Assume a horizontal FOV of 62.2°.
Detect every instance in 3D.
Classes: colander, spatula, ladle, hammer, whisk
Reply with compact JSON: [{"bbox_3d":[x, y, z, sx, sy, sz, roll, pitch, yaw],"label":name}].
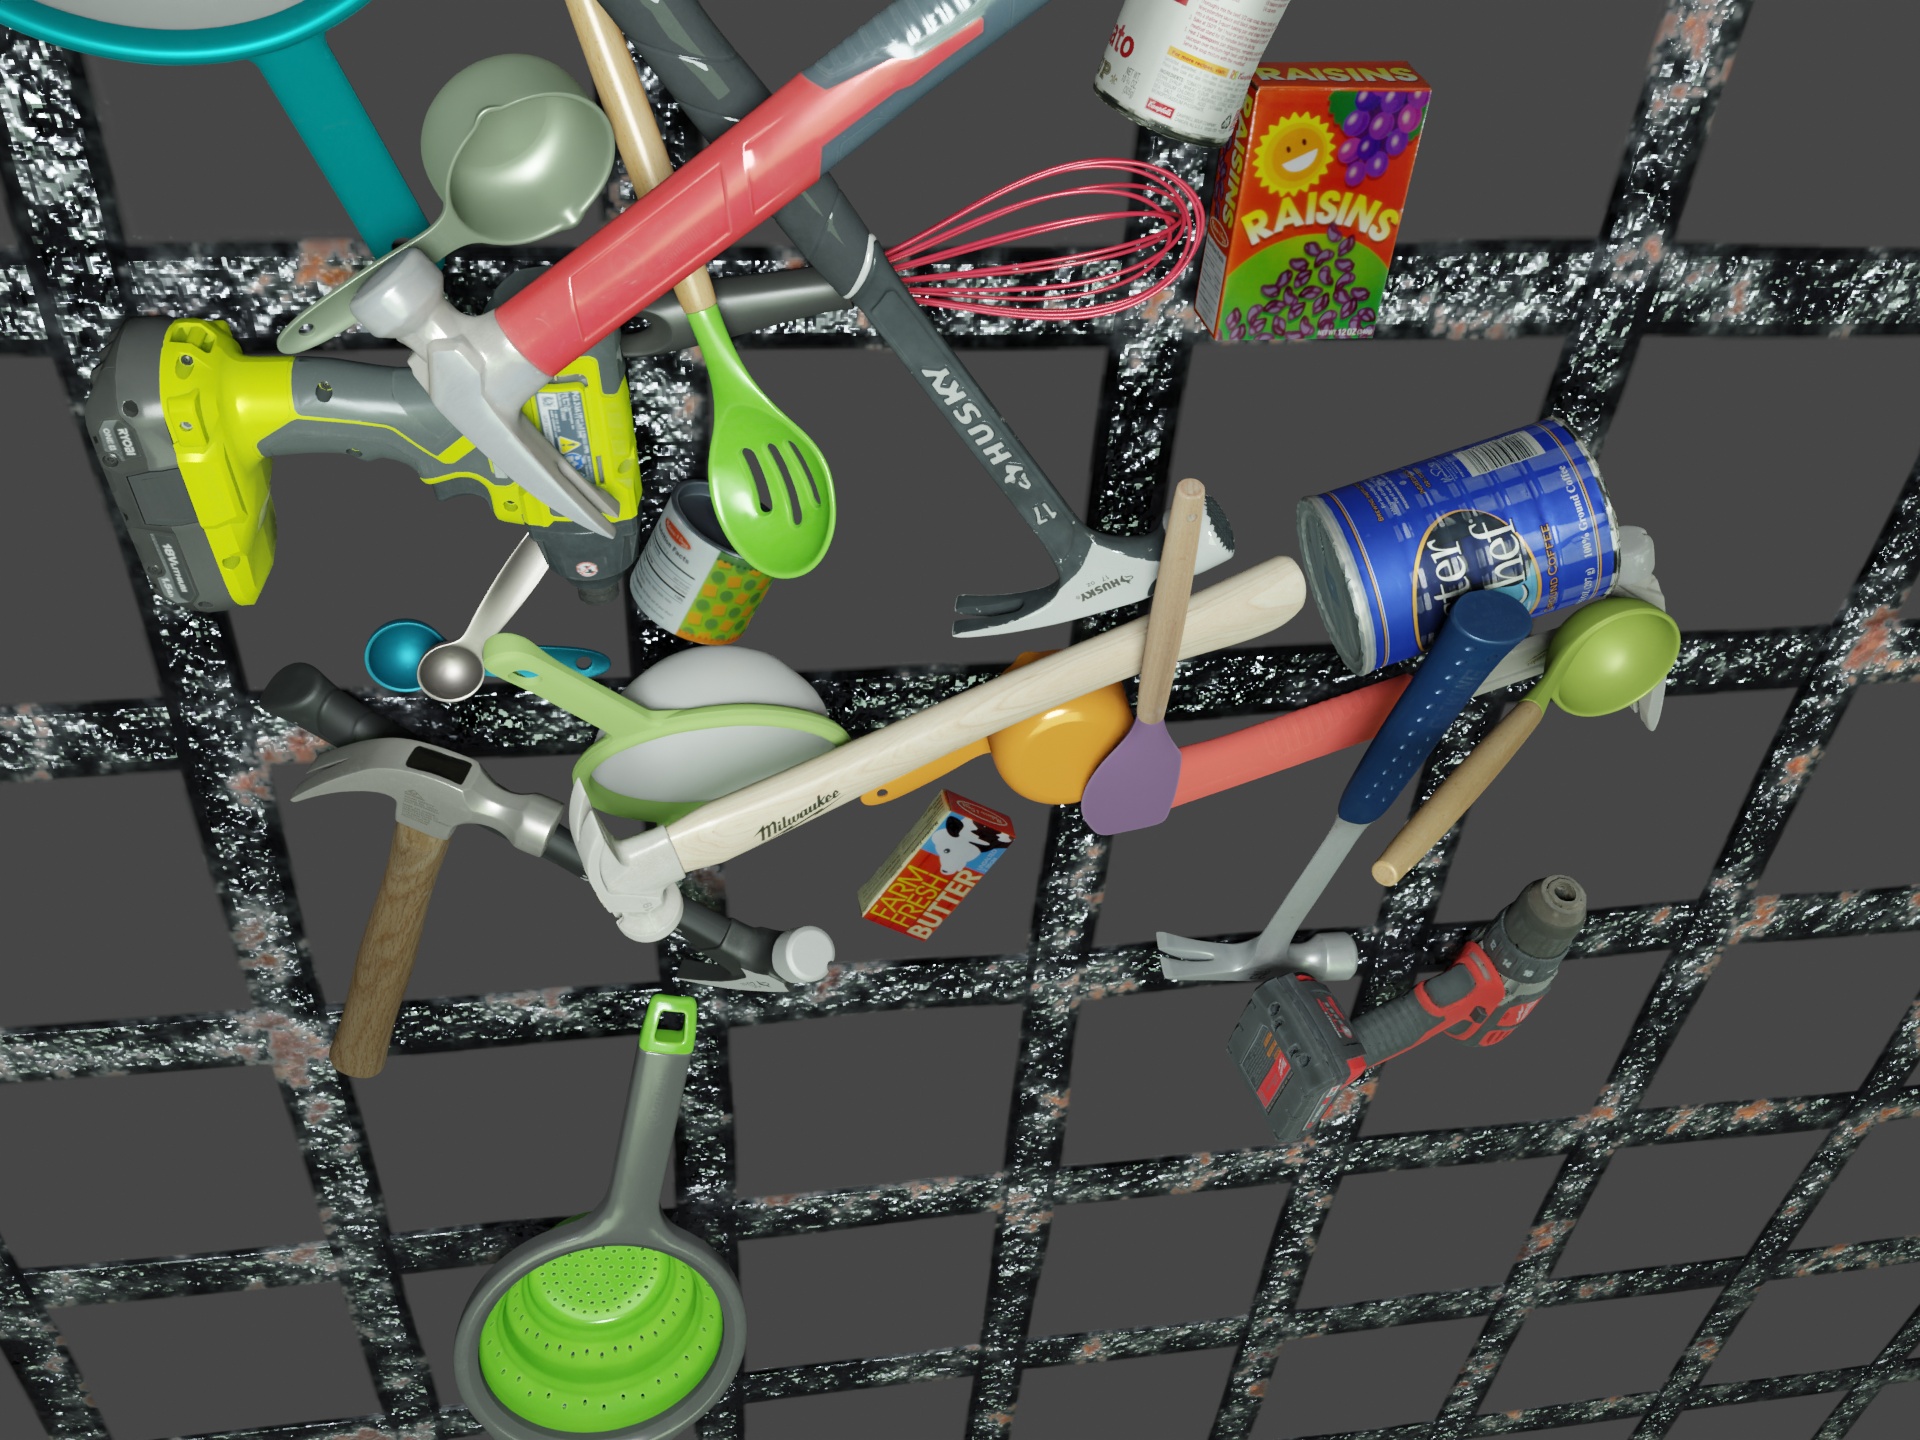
[{"bbox_3d":[-0.244,0.355,1.142,0.204,0.095,0.397,9,108,-18],"label":"colander"},{"bbox_3d":[0.101,-0.017,0.843,0.059,0.018,0.315,-11,148,-8],"label":"spatula"},{"bbox_3d":[0.297,0.013,0.827,0.320,0.062,0.078,-33,148,-44],"label":"ladle"},{"bbox_3d":[0.230,0.062,0.954,0.144,0.035,0.405,-1,146,-10],"label":"hammer"},{"bbox_3d":[-0.238,0.067,0.905,0.334,0.035,0.146,34,154,-23],"label":"hammer"},{"bbox_3d":[-0.001,-0.003,0.832,0.410,0.038,0.146,-24,155,-11],"label":"hammer"},{"bbox_3d":[-0.033,-0.208,0.742,0.296,0.073,0.073,-10,130,5],"label":"whisk"},{"bbox_3d":[-0.327,0.119,0.913,0.130,0.031,0.331,25,135,-9],"label":"hammer"},{"bbox_3d":[-0.048,-0.220,0.621,0.386,0.038,0.143,-31,125,17],"label":"hammer"},{"bbox_3d":[0.256,0.001,0.981,0.359,0.037,0.149,-20,130,4],"label":"hammer"},{"bbox_3d":[-0.037,-0.184,0.705,0.149,0.036,0.408,-23,129,26],"label":"hammer"}]

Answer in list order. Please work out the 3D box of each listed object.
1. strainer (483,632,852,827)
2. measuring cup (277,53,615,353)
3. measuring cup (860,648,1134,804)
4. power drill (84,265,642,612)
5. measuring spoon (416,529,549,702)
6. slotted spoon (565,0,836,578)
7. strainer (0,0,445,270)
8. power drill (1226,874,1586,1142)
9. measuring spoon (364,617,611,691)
[{"bbox_3d":[-0.158,-0.015,0.824,0.151,0.069,0.256,-18,156,19],"label":"strainer"},{"bbox_3d":[-0.223,-0.214,0.663,0.167,0.038,0.083,-35,162,3],"label":"measuring cup"},{"bbox_3d":[0.022,0.025,0.940,0.173,0.052,0.095,-25,129,6],"label":"measuring cup"},{"bbox_3d":[-0.264,-0.119,0.743,0.223,0.080,0.171,-4,133,-6],"label":"power drill"},{"bbox_3d":[-0.241,-0.063,0.829,0.034,0.018,0.124,32,99,-36],"label":"measuring spoon"},{"bbox_3d":[-0.122,-0.208,0.704,0.070,0.031,0.313,-3,121,28],"label":"slotted spoon"},{"bbox_3d":[-0.277,-0.312,0.595,0.211,0.095,0.340,-21,151,-4],"label":"strainer"},{"bbox_3d":[0.308,0.187,1.072,0.226,0.080,0.187,-17,148,-17],"label":"power drill"},{"bbox_3d":[-0.255,-0.037,0.861,0.128,0.021,0.042,2,120,-25],"label":"measuring spoon"}]
